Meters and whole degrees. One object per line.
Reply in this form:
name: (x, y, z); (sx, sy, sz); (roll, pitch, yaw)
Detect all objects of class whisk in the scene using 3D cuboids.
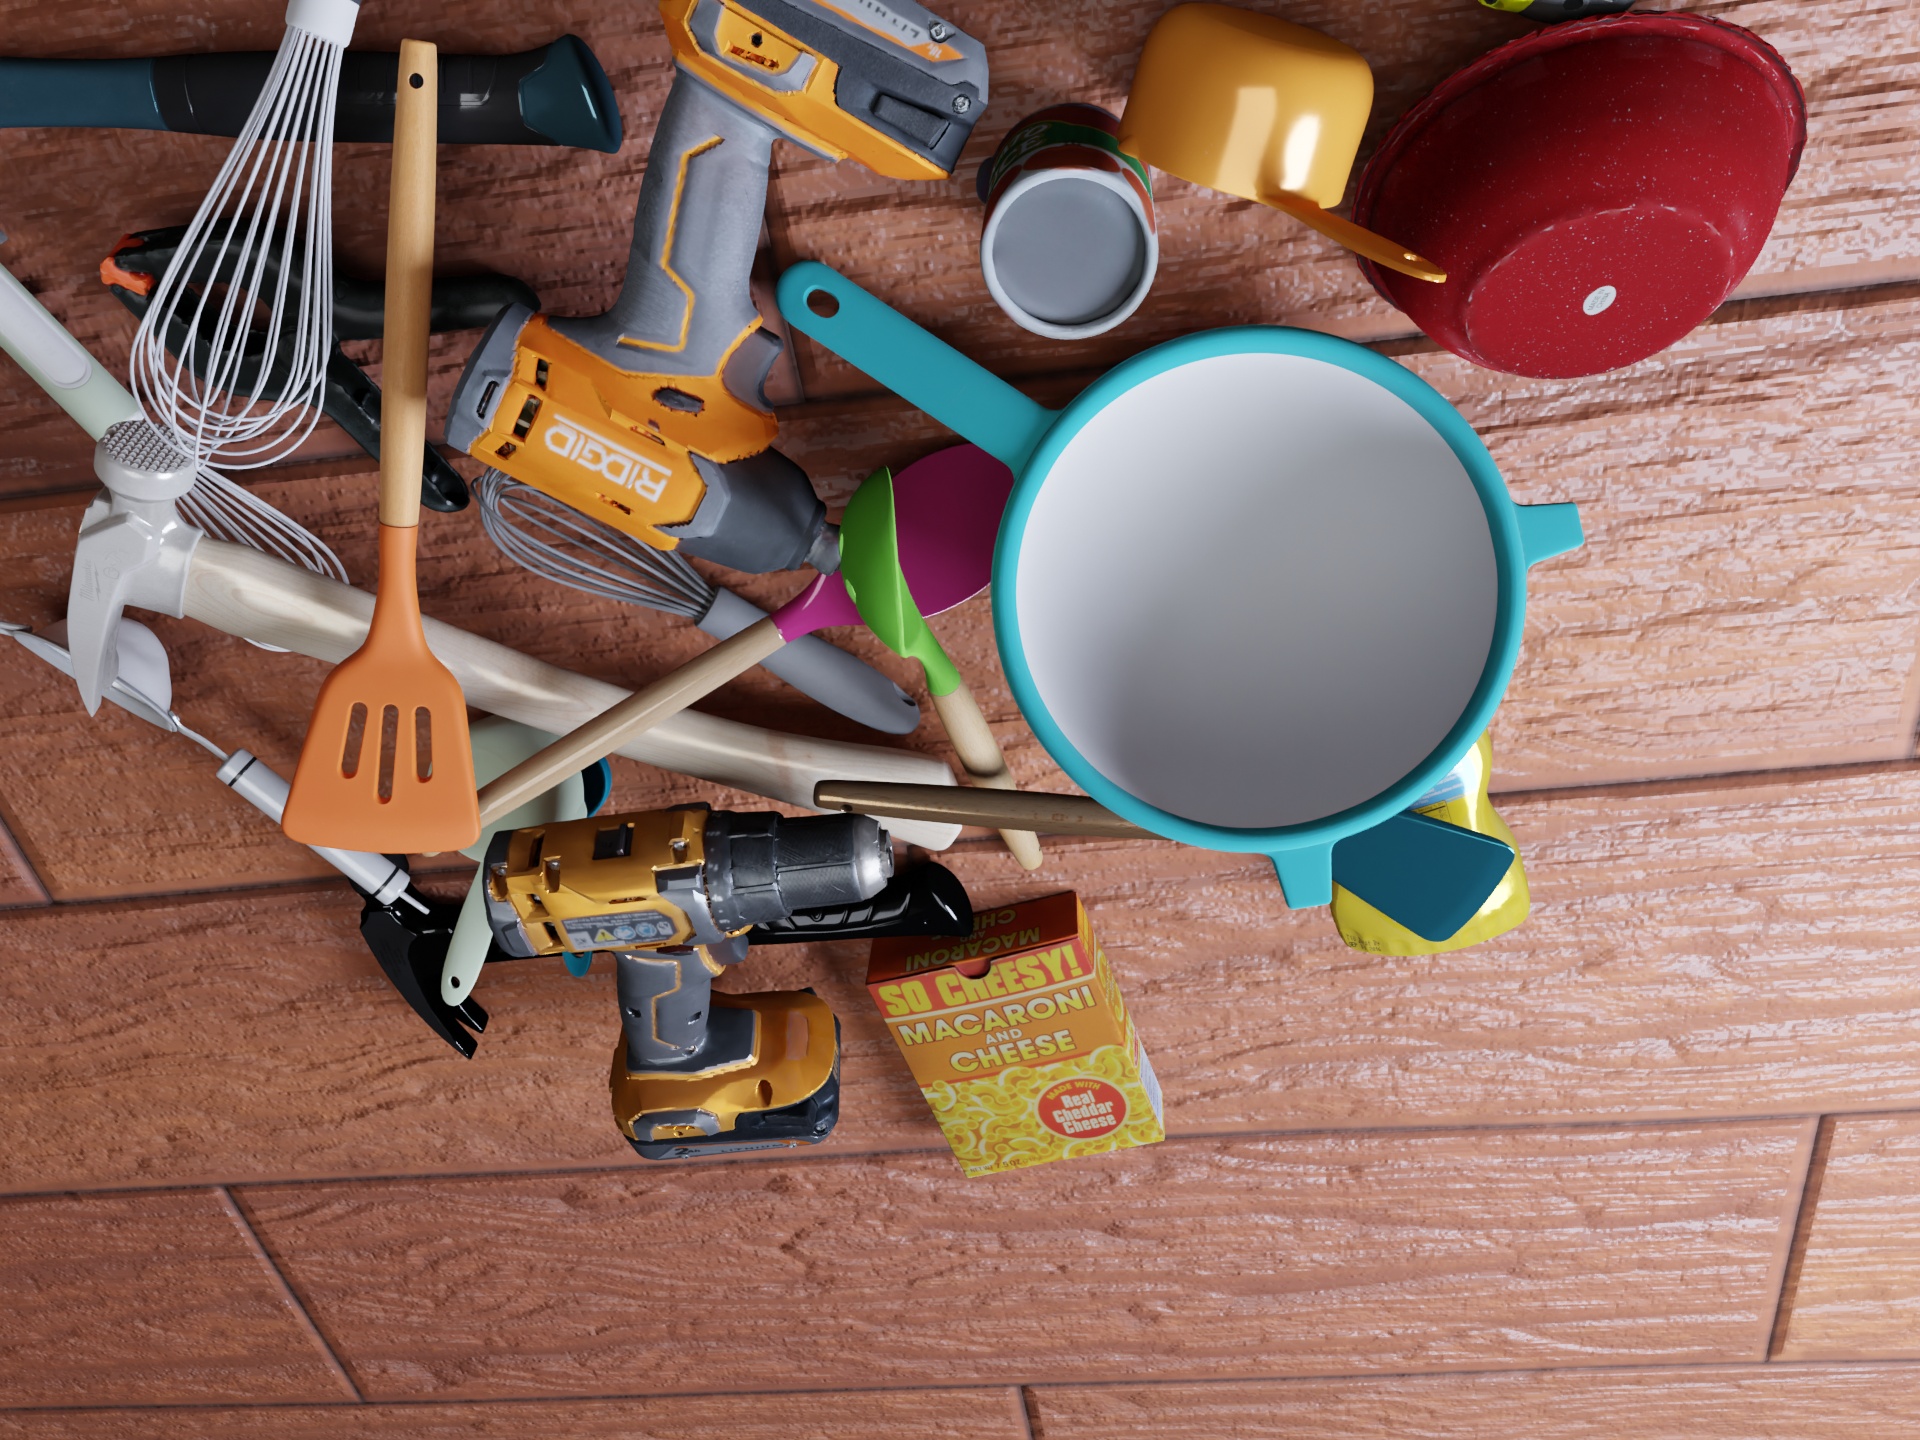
whisk: (-0.371, -0.126, 0.717); (0.246, 0.058, 0.059); (51, 158, -21)
whisk: (-0.244, -0.228, 0.586); (0.070, 0.070, 0.284); (19, 101, -8)
whisk: (-0.119, -0.054, 0.749); (0.238, 0.055, 0.055); (30, 122, -21)

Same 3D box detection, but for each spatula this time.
spatula: (-0.225, -0.101, 0.639); (0.081, 0.041, 0.322); (4, 110, -14)
spatula: (0.090, 0.054, 0.731); (0.317, 0.044, 0.082); (5, 140, -11)

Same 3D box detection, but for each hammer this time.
hammer: (-0.160, 0.116, 0.874); (0.335, 0.035, 0.146); (-5, 124, 8)
hammer: (-0.301, -0.249, 0.629); (0.331, 0.033, 0.128); (2, 120, 2)
hammer: (-0.194, -0.004, 0.746); (0.410, 0.038, 0.146); (19, 126, -17)

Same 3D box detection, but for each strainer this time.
strainer: (-0.371, 0.017, 0.803); (0.258, 0.050, 0.087); (43, 157, -17)
strainer: (0.069, -0.088, 0.682); (0.340, 0.095, 0.211); (35, 94, 7)

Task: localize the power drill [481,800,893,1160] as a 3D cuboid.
power drill: (-0.113, 0.125, 0.790); (0.185, 0.084, 0.226); (-7, 135, 4)

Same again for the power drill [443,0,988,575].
power drill: (-0.078, -0.169, 0.609); (0.164, 0.084, 0.226); (27, 107, -13)

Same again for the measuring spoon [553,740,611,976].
measuring spoon: (-0.198, 0.071, 0.830); (0.042, 0.021, 0.128); (5, 103, 17)

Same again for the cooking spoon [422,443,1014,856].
cooking spoon: (-0.104, -0.028, 0.712); (0.319, 0.017, 0.068); (-32, 117, -3)

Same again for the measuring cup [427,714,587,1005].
measuring cup: (-0.248, 0.077, 0.813); (0.083, 0.038, 0.167); (23, 104, 13)

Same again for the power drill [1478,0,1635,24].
power drill: (0.122, -0.322, 0.504); (0.228, 0.080, 0.190); (9, 138, -1)

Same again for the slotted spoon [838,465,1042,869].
slotted spoon: (-0.001, -0.002, 0.712); (0.031, 0.070, 0.313); (-13, 148, 9)

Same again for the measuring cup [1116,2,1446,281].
measuring cup: (0.121, -0.203, 0.549); (0.095, 0.174, 0.052); (-2, 124, -25)
